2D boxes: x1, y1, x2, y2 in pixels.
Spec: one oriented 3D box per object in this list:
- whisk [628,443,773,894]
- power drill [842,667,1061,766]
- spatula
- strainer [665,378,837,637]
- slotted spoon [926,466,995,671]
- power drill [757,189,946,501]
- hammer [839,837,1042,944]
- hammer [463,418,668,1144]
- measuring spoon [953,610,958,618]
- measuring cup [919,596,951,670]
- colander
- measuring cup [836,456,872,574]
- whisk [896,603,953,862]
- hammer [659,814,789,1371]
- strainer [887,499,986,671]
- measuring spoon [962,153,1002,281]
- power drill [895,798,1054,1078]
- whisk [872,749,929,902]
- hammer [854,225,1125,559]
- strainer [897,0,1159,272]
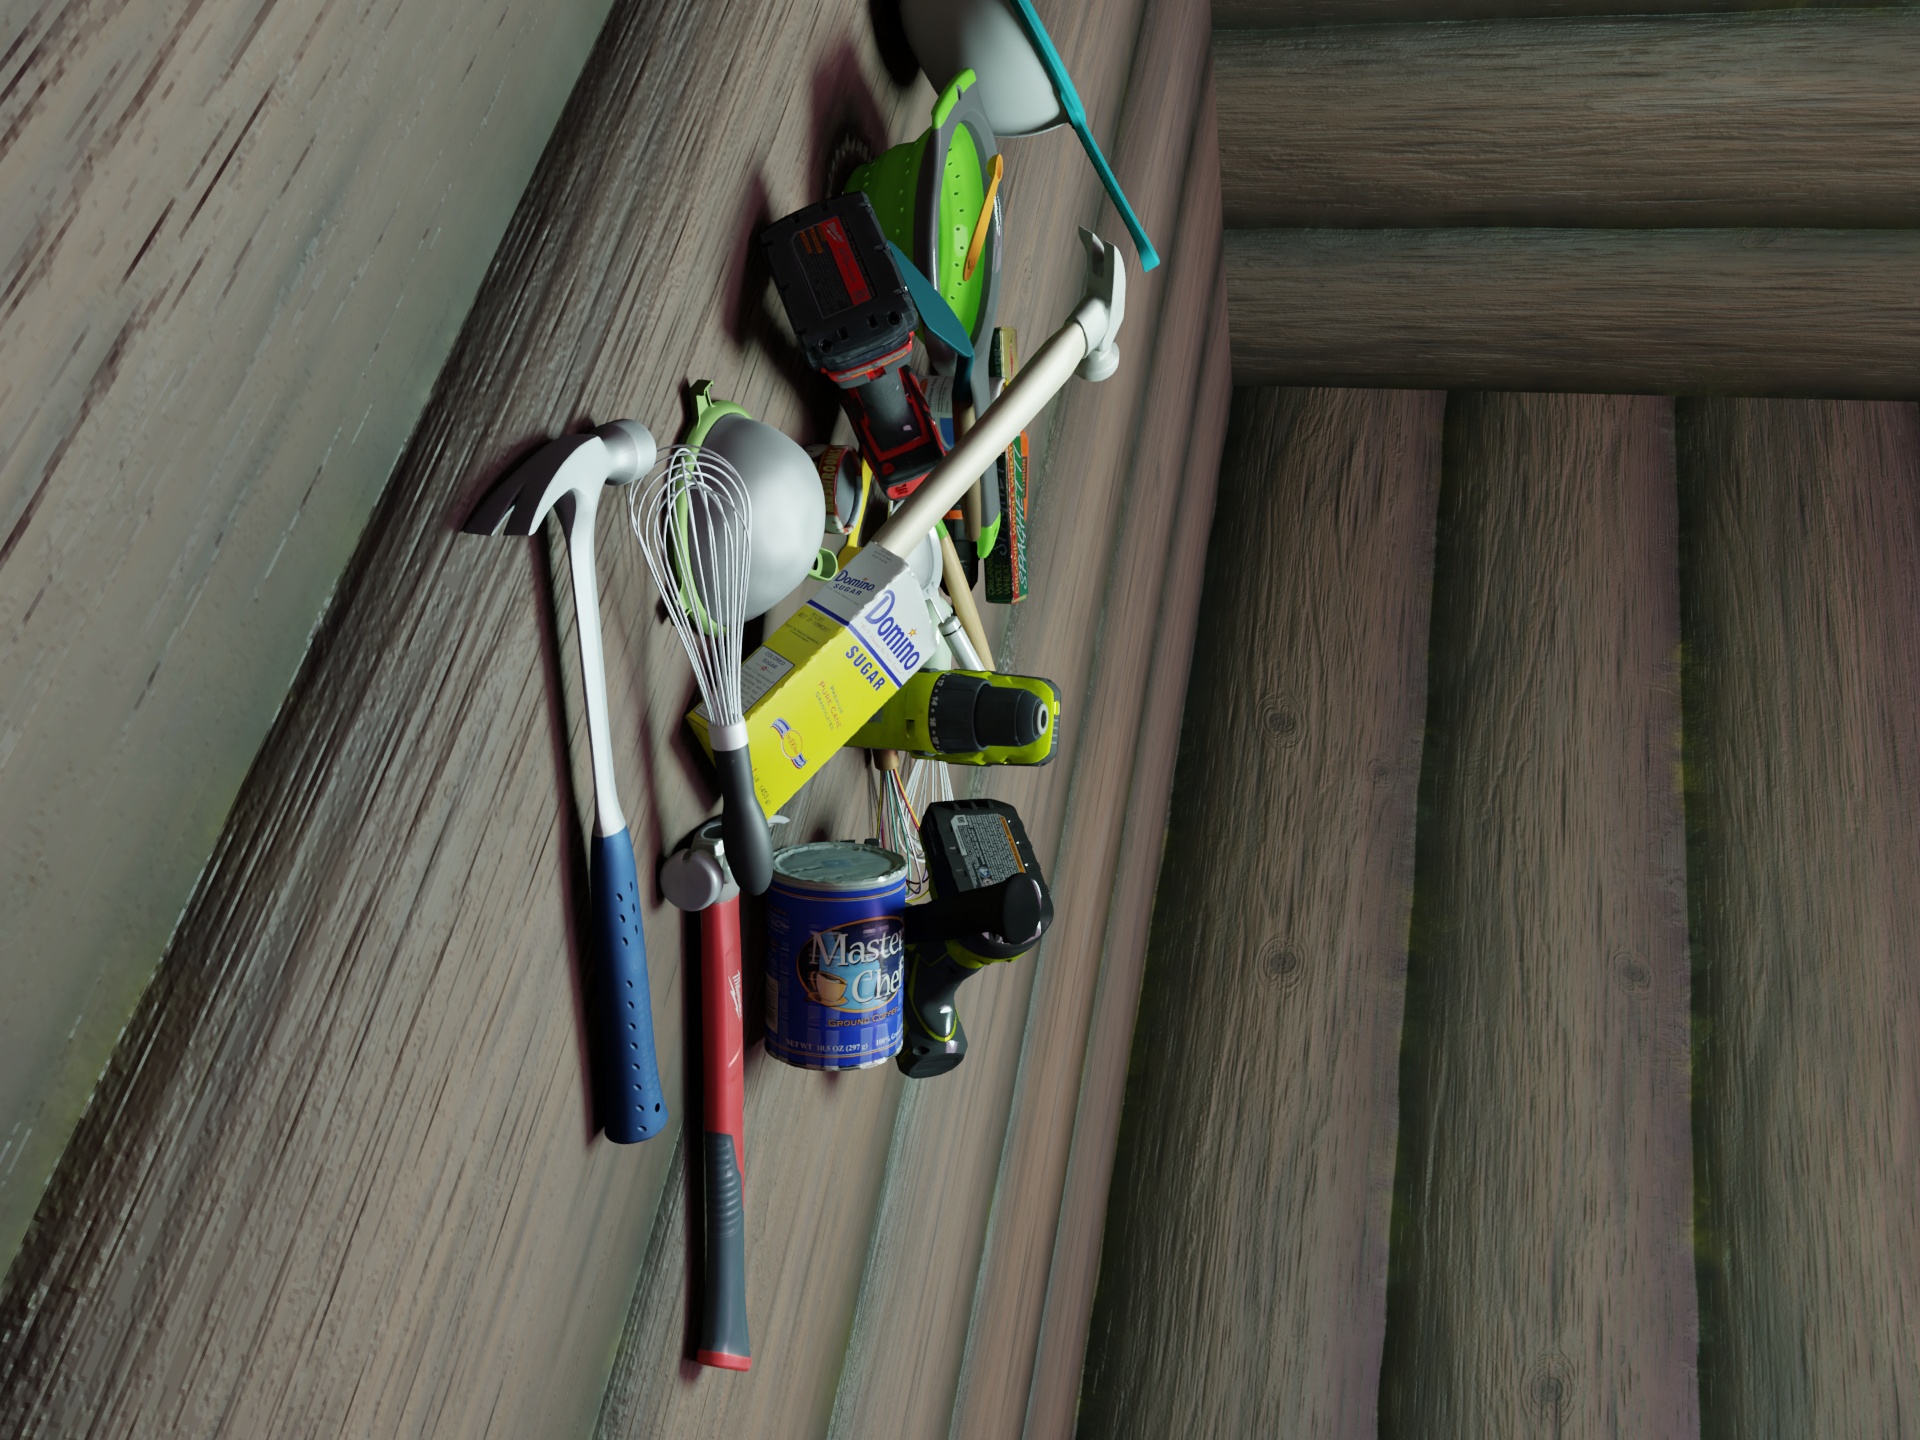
[{"bbox_3d":[-0.144,-0.023,0.939,0.070,0.070,0.284,-55,143,-62],"label":"whisk"},{"bbox_3d":[-0.002,-0.004,1.228,0.228,0.190,0.080,5,89,-69],"label":"power drill"},{"bbox_3d":[-0.009,-0.226,1.194,0.317,0.044,0.082,82,-13,-61],"label":"spatula"},{"bbox_3d":[-0.111,-0.122,1.060,0.256,0.069,0.151,16,79,-73],"label":"strainer"},{"bbox_3d":[-0.013,-0.144,1.422,0.313,0.031,0.070,69,34,-40],"label":"slotted spoon"},{"bbox_3d":[-0.068,-0.261,1.122,0.219,0.078,0.143,65,3,-69],"label":"power drill"},{"bbox_3d":[-0.023,0.143,1.170,0.335,0.035,0.146,153,-67,-65],"label":"hammer"},{"bbox_3d":[-0.195,0.050,0.862,0.144,0.035,0.405,-52,143,-65],"label":"hammer"},{"bbox_3d":[-0.003,-0.103,1.537,0.124,0.018,0.034,38,57,-85],"label":"measuring spoon"},{"bbox_3d":[-0.035,-0.064,1.384,0.168,0.038,0.083,-66,155,-73],"label":"measuring cup"},{"bbox_3d":[-0.027,-0.305,1.269,0.205,0.094,0.396,-68,158,-48],"label":"colander"},{"bbox_3d":[-0.071,-0.158,1.272,0.062,0.029,0.156,39,59,-72],"label":"measuring cup"},{"bbox_3d":[-0.026,0.009,1.475,0.058,0.059,0.246,-16,-113,59],"label":"whisk"},{"bbox_3d":[-0.154,0.255,1.076,0.143,0.038,0.386,-41,133,-71],"label":"hammer"},{"bbox_3d":[-0.016,-0.086,1.358,0.258,0.050,0.087,61,36,-21],"label":"strainer"},{"bbox_3d":[0.014,-0.379,1.200,0.021,0.011,0.117,65,37,-64],"label":"measuring spoon"},{"bbox_3d":[-0.017,0.166,1.291,0.223,0.080,0.171,-59,-138,46],"label":"power drill"},{"bbox_3d":[-0.057,0.055,1.374,0.051,0.047,0.244,-60,148,-55],"label":"whisk"},{"bbox_3d":[-0.013,-0.170,1.124,0.411,0.038,0.146,-51,162,-17],"label":"hammer"},{"bbox_3d":[0.040,-0.491,1.271,0.340,0.095,0.211,61,11,1],"label":"strainer"}]
